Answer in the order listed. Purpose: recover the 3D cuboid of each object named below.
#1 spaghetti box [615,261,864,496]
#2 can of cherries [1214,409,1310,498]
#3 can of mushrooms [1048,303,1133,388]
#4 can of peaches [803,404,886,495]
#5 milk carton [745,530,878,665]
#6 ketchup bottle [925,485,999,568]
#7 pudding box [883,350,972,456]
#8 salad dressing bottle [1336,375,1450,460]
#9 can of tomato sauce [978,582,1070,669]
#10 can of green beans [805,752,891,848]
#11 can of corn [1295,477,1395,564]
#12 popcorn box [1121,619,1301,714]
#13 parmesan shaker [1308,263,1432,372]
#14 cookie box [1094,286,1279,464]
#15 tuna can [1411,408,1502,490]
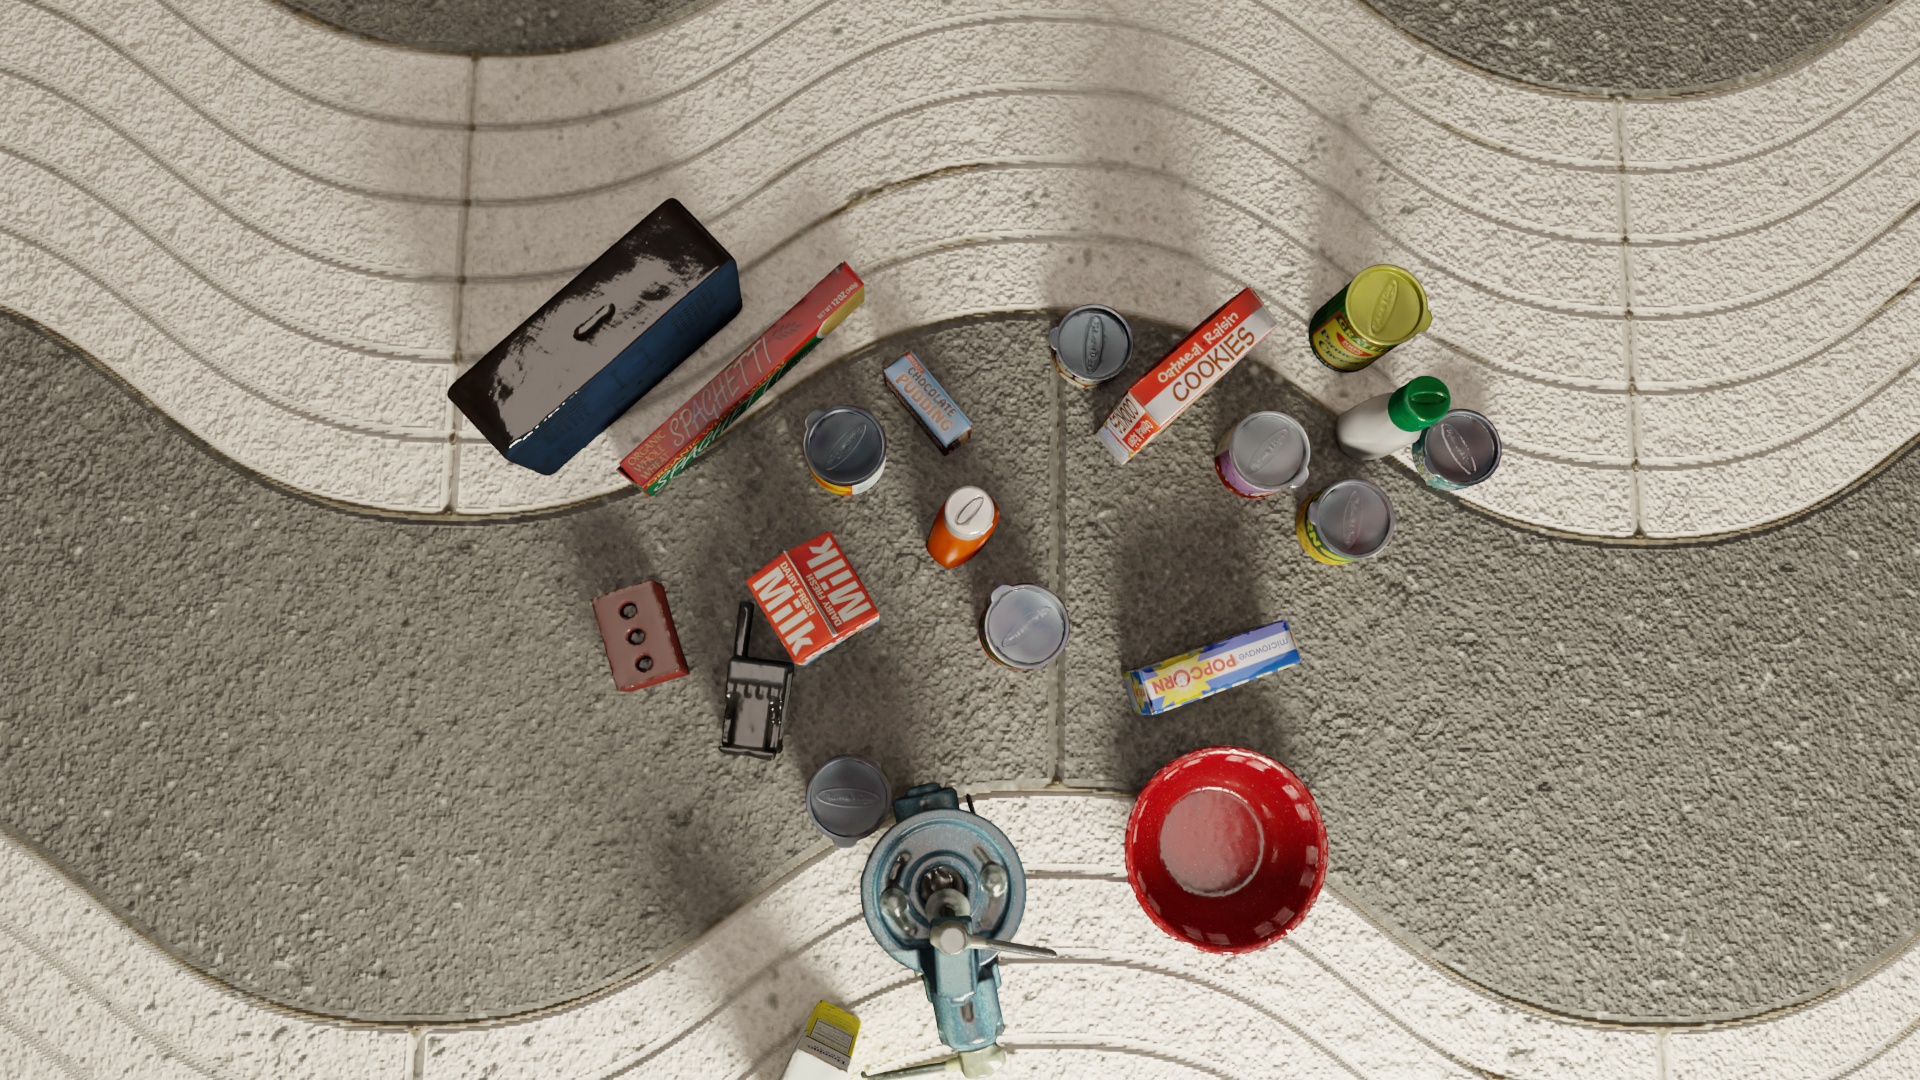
[{"bbox_3d":[-0.177,-0.131,1.137,0.250,0.050,0.029,-44,87,-7],"label":"spaghetti box"},{"bbox_3d":[0.250,-0.068,1.149,0.071,0.058,0.071,0,83,-3],"label":"can of cherries"},{"bbox_3d":[0.108,-0.163,1.166,0.071,0.033,0.071,0,83,-3],"label":"can of mushrooms"},{"bbox_3d":[-0.095,-0.074,1.131,0.071,0.058,0.071,0,83,-3],"label":"can of peaches"},{"bbox_3d":[-0.109,0.046,1.048,0.073,0.190,0.072,-31,86,-6],"label":"milk carton"},{"bbox_3d":[0.004,-0.014,1.083,0.043,0.148,0.065,43,83,2],"label":"ketchup bottle"},{"bbox_3d":[-0.027,-0.113,1.144,0.030,0.049,0.084,-39,87,-7],"label":"pudding box"},{"bbox_3d":[0.347,-0.098,1.113,0.064,0.147,0.044,-1,84,-3],"label":"salad dressing bottle"},{"bbox_3d":[0.048,0.069,1.108,0.071,0.083,0.071,0,83,-3],"label":"can of tomato sauce"},{"bbox_3d":[-0.088,0.201,1.097,0.071,0.057,0.071,0,83,-3],"label":"can of green beans"},{"bbox_3d":[0.314,-0.015,1.146,0.071,0.058,0.071,0,83,-3],"label":"can of corn"},{"bbox_3d":[0.199,0.102,1.111,0.127,0.085,0.038,-19,85,-5],"label":"popcorn box"},{"bbox_3d":[0.336,-0.179,1.145,0.071,0.103,0.071,0,83,-3],"label":"parmesan shaker"},{"bbox_3d":[0.174,-0.127,1.097,0.123,0.167,0.040,-41,87,-7],"label":"cookie box"},{"bbox_3d":[0.416,-0.075,1.172,0.071,0.033,0.071,0,83,-3],"label":"tuna can"}]
